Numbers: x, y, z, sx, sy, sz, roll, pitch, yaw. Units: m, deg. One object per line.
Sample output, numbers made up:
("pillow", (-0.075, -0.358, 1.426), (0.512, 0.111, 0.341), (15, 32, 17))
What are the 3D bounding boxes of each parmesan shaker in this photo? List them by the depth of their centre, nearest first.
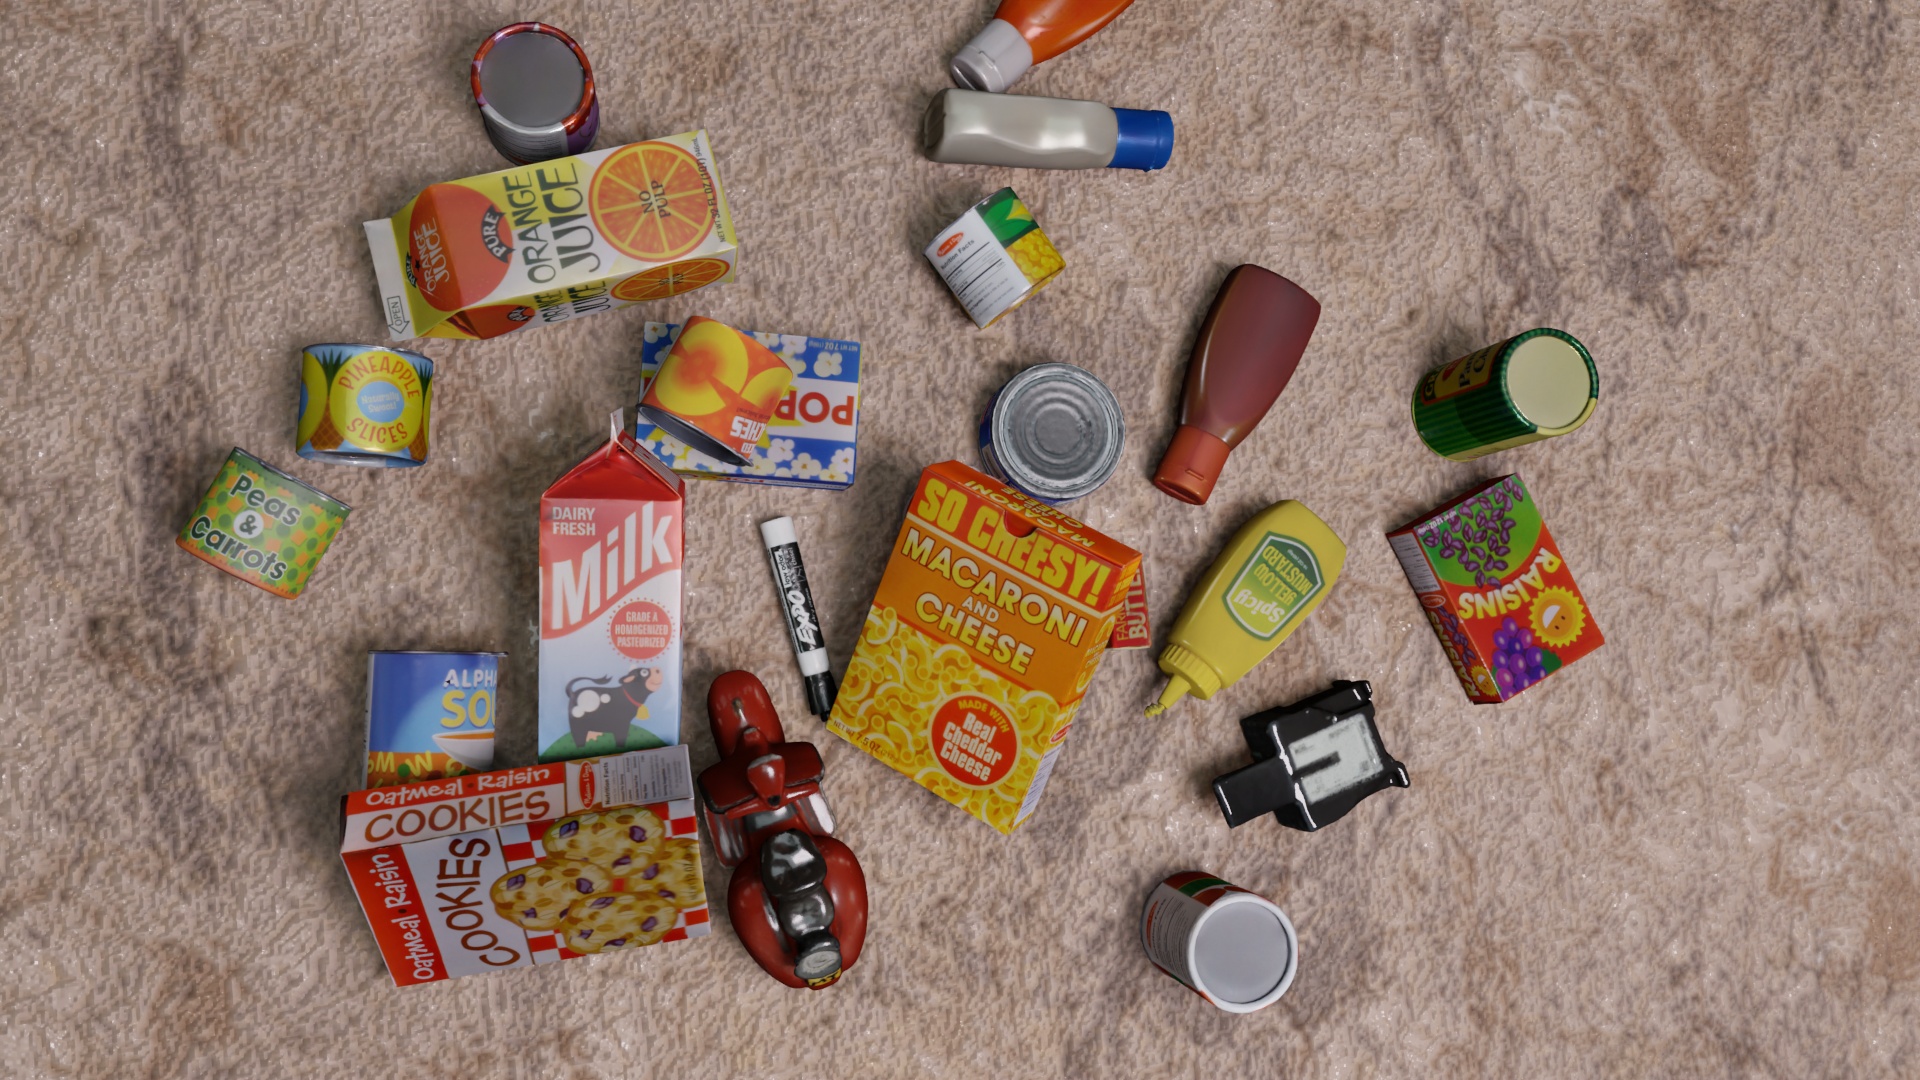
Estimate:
("parmesan shaker", (0.339, -0.091, 0.864), (0.071, 0.103, 0.071), (1, 84, -11))

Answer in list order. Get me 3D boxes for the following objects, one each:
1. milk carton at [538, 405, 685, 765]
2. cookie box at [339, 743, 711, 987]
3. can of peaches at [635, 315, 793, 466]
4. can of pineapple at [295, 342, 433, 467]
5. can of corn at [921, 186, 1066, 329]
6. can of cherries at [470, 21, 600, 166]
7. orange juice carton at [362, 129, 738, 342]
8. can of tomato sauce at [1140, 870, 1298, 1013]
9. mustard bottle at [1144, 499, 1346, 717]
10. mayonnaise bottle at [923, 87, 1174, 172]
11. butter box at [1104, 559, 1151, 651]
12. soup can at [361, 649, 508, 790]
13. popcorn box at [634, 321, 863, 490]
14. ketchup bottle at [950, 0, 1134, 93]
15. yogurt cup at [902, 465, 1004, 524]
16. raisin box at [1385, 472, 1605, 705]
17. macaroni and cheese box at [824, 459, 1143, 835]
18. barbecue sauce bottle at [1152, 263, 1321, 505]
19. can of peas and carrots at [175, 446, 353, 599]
("milk carton", (-0.185, 0.025, 0.743), (0.073, 0.072, 0.190), (1, 98, -11))
("cookie box", (-0.220, 0.170, 0.722), (0.168, 0.122, 0.040), (-7, 43, -12))
("can of peaches", (-0.130, -0.079, 0.749), (0.071, 0.071, 0.058), (28, 79, -7))
("can of pineapple", (-0.321, -0.072, 0.750), (0.071, 0.071, 0.058), (2, 85, -11))
("can of corn", (0.022, -0.169, 0.831), (0.071, 0.071, 0.058), (-37, 93, -12))
("can of cherries", (-0.241, -0.254, 0.790), (0.071, 0.058, 0.071), (1, 85, -11))
("orange juice carton", (-0.227, -0.166, 0.776), (0.193, 0.073, 0.072), (-16, 88, -12))
("can of tomato sauce", (0.150, 0.230, 0.803), (0.071, 0.083, 0.071), (1, 84, -11))
("mustard bottle", (0.166, 0.048, 0.843), (0.065, 0.048, 0.160), (42, 78, -3))
("mayonnaise bottle", (0.055, -0.249, 0.848), (0.148, 0.065, 0.041), (-1, 92, -15))
("butter box", (0.077, 0.038, 0.799), (0.024, 0.103, 0.053), (-4, 85, -16))
("soup can", (-0.280, 0.100, 0.740), (0.071, 0.071, 0.084), (1, 85, -11))
("popcorn box", (-0.123, -0.076, 0.805), (0.127, 0.038, 0.085), (4, 84, -11))
("ketchup bottle", (0.057, -0.333, 0.865), (0.064, 0.043, 0.149), (45, 78, -3))
("yogurt cup", (0.003, -0.010, 0.815), (0.072, 0.054, 0.072), (1, 85, -11))
("raisin box", (0.340, 0.031, 0.884), (0.086, 0.040, 0.123), (-27, 88, -13))
("macaroni and cheese box", (0.010, 0.057, 0.757), (0.124, 0.040, 0.166), (27, 108, 18))
("barbecue sauce bottle", (0.166, -0.094, 0.861), (0.065, 0.043, 0.149), (28, 80, -7))
("can of peas and carrots", (-0.367, -0.009, 0.733), (0.071, 0.071, 0.059), (29, 80, -7))
